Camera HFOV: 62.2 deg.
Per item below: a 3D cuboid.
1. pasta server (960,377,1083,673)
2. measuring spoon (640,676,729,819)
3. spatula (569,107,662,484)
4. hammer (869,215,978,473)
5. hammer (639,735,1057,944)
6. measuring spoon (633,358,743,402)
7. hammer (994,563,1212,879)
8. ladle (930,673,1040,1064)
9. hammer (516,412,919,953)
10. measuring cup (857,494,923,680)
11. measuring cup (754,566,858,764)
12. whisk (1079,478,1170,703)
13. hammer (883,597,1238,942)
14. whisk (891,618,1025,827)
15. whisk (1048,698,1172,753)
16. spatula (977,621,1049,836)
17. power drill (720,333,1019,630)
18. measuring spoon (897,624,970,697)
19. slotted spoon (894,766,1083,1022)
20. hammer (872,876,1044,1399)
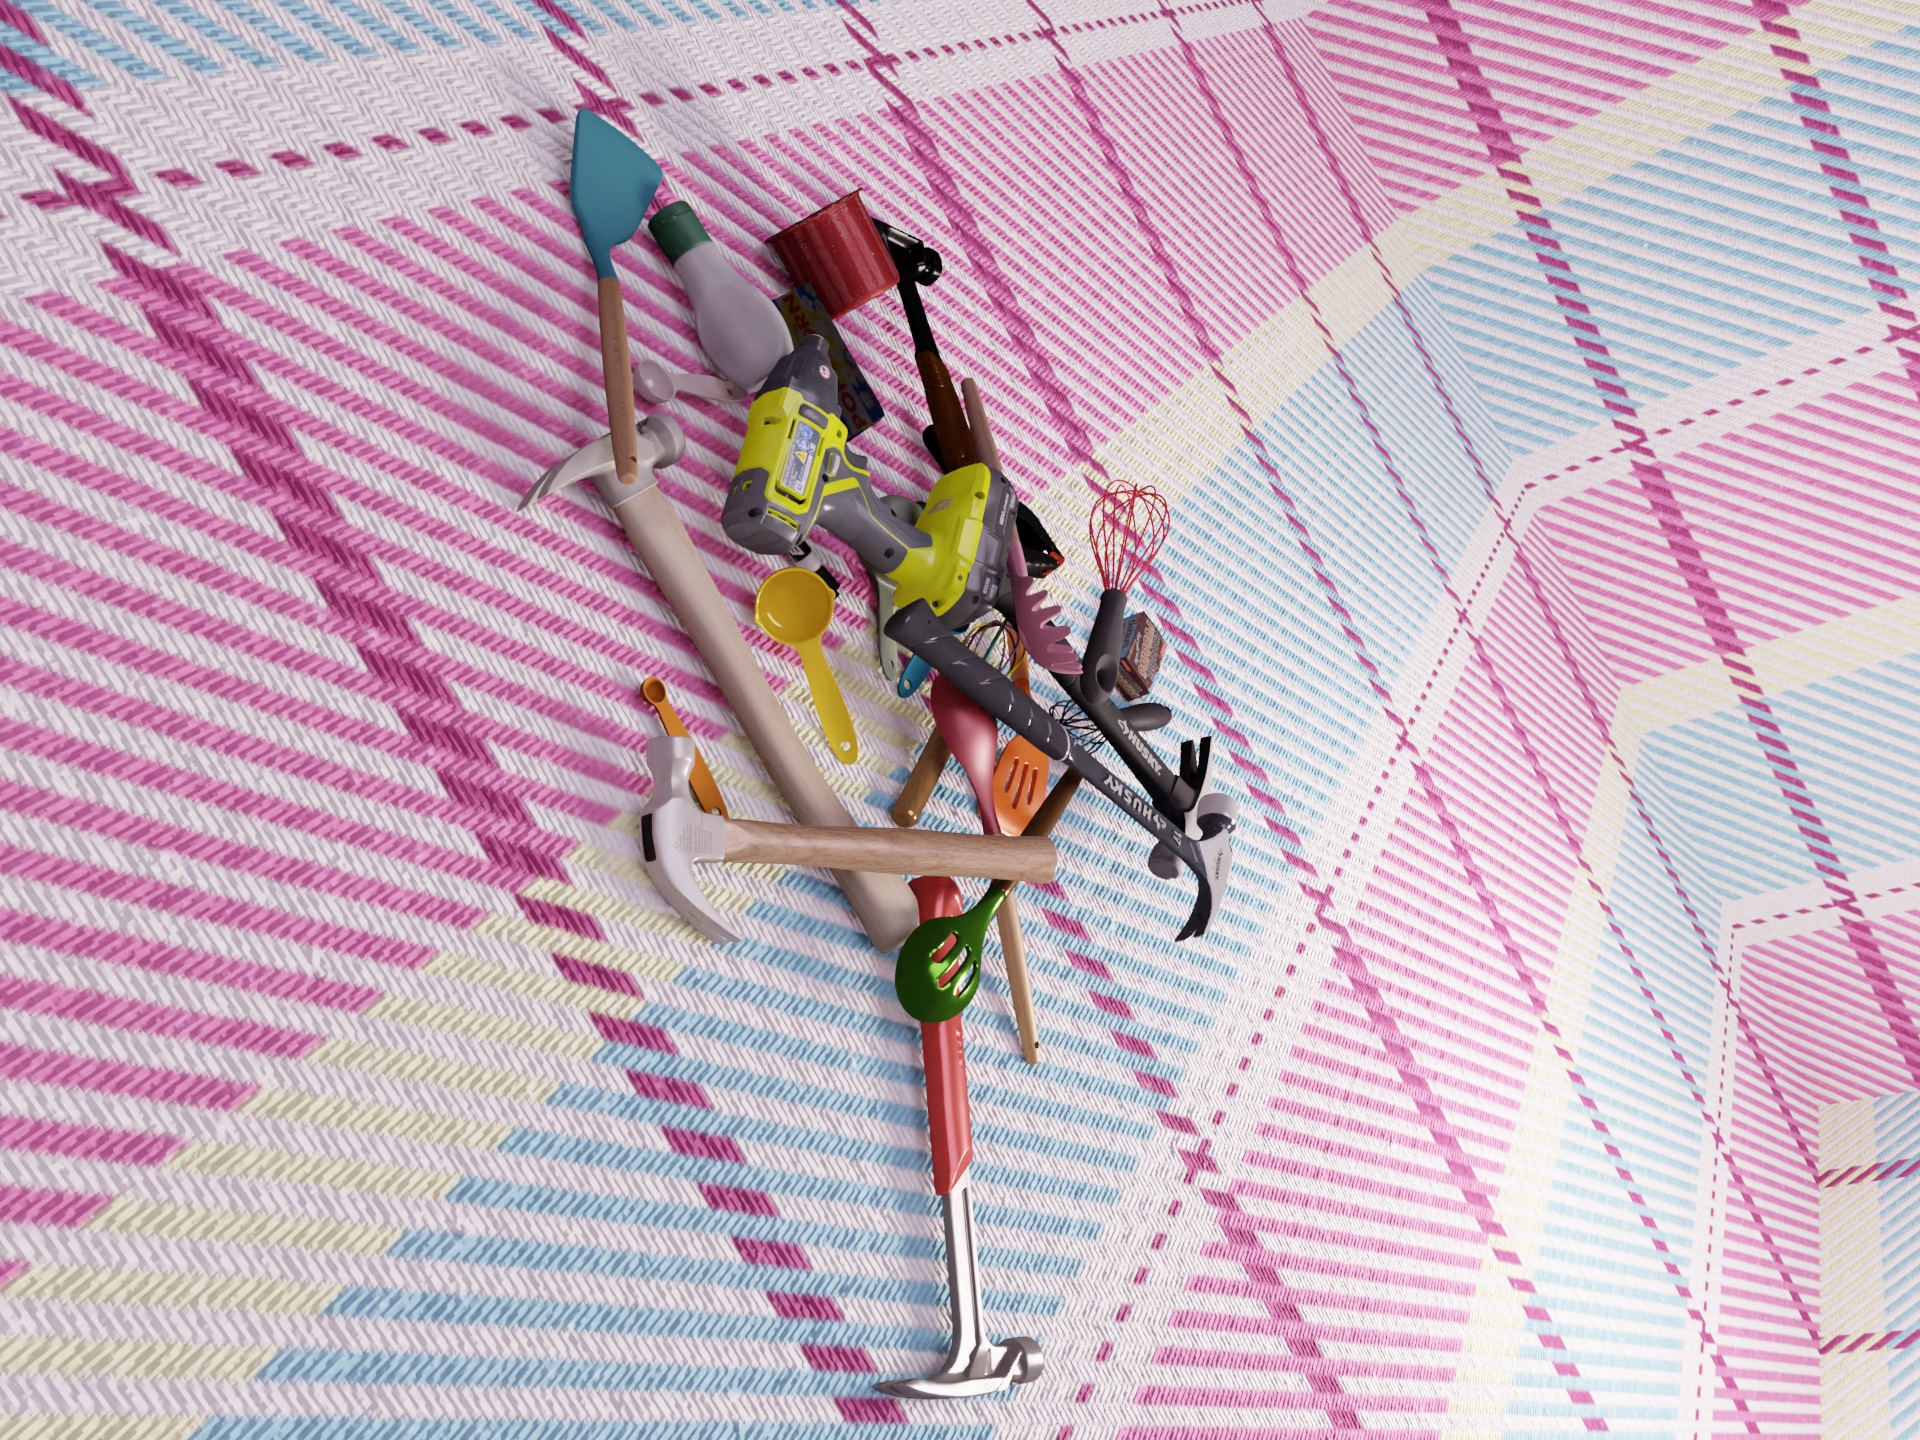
[{"bbox_3d":[0.043,-0.166,1.297,0.060,0.040,0.317,66,9,-57],"label":"pasta server"},{"bbox_3d":[-0.184,0.024,1.061,0.021,0.011,0.117,-40,108,-52],"label":"measuring spoon"},{"bbox_3d":[-0.237,-0.293,1.108,0.082,0.044,0.318,28,40,-47],"label":"spatula"},{"bbox_3d":[-0.023,-0.292,1.387,0.127,0.034,0.337,8,58,-50],"label":"hammer"},{"bbox_3d":[-0.066,0.091,1.097,0.331,0.031,0.130,8,75,-36],"label":"hammer"},{"bbox_3d":[-0.202,-0.245,1.183,0.124,0.018,0.034,-11,75,-62],"label":"measuring spoon"},{"bbox_3d":[0.116,-0.022,1.373,0.334,0.035,0.146,49,47,-27],"label":"hammer"},{"bbox_3d":[0.028,0.115,1.247,0.069,0.031,0.315,-11,91,-50],"label":"ladle"},{"bbox_3d":[-0.149,-0.010,1.102,0.410,0.038,0.146,60,37,-11],"label":"hammer"},{"bbox_3d":[-0.049,-0.110,1.288,0.083,0.038,0.168,28,49,-43],"label":"measuring cup"},{"bbox_3d":[-0.107,-0.041,1.179,0.029,0.062,0.156,-120,-169,-72],"label":"measuring cup"},{"bbox_3d":[0.137,-0.117,1.382,0.073,0.073,0.296,47,37,-27],"label":"whisk"},{"bbox_3d":[0.089,0.032,1.273,0.408,0.036,0.149,38,48,-31],"label":"hammer"},{"bbox_3d":[0.000,-0.004,1.288,0.047,0.051,0.245,38,47,-11],"label":"whisk"},{"bbox_3d":[0.146,0.001,1.486,0.239,0.055,0.055,-7,77,-59],"label":"whisk"},{"bbox_3d":[0.044,-0.050,1.398,0.081,0.041,0.323,29,46,-43],"label":"spatula"},{"bbox_3d":[-0.065,-0.177,1.213,0.223,0.080,0.171,28,66,-35],"label":"power drill"},{"bbox_3d":[-0.029,-0.062,1.316,0.042,0.021,0.129,51,47,-24],"label":"measuring spoon"},{"bbox_3d":[0.037,0.115,1.214,0.070,0.031,0.314,56,39,-15],"label":"slotted spoon"},{"bbox_3d":[-0.014,0.284,1.124,0.149,0.037,0.359,20,57,-47],"label":"hammer"}]
